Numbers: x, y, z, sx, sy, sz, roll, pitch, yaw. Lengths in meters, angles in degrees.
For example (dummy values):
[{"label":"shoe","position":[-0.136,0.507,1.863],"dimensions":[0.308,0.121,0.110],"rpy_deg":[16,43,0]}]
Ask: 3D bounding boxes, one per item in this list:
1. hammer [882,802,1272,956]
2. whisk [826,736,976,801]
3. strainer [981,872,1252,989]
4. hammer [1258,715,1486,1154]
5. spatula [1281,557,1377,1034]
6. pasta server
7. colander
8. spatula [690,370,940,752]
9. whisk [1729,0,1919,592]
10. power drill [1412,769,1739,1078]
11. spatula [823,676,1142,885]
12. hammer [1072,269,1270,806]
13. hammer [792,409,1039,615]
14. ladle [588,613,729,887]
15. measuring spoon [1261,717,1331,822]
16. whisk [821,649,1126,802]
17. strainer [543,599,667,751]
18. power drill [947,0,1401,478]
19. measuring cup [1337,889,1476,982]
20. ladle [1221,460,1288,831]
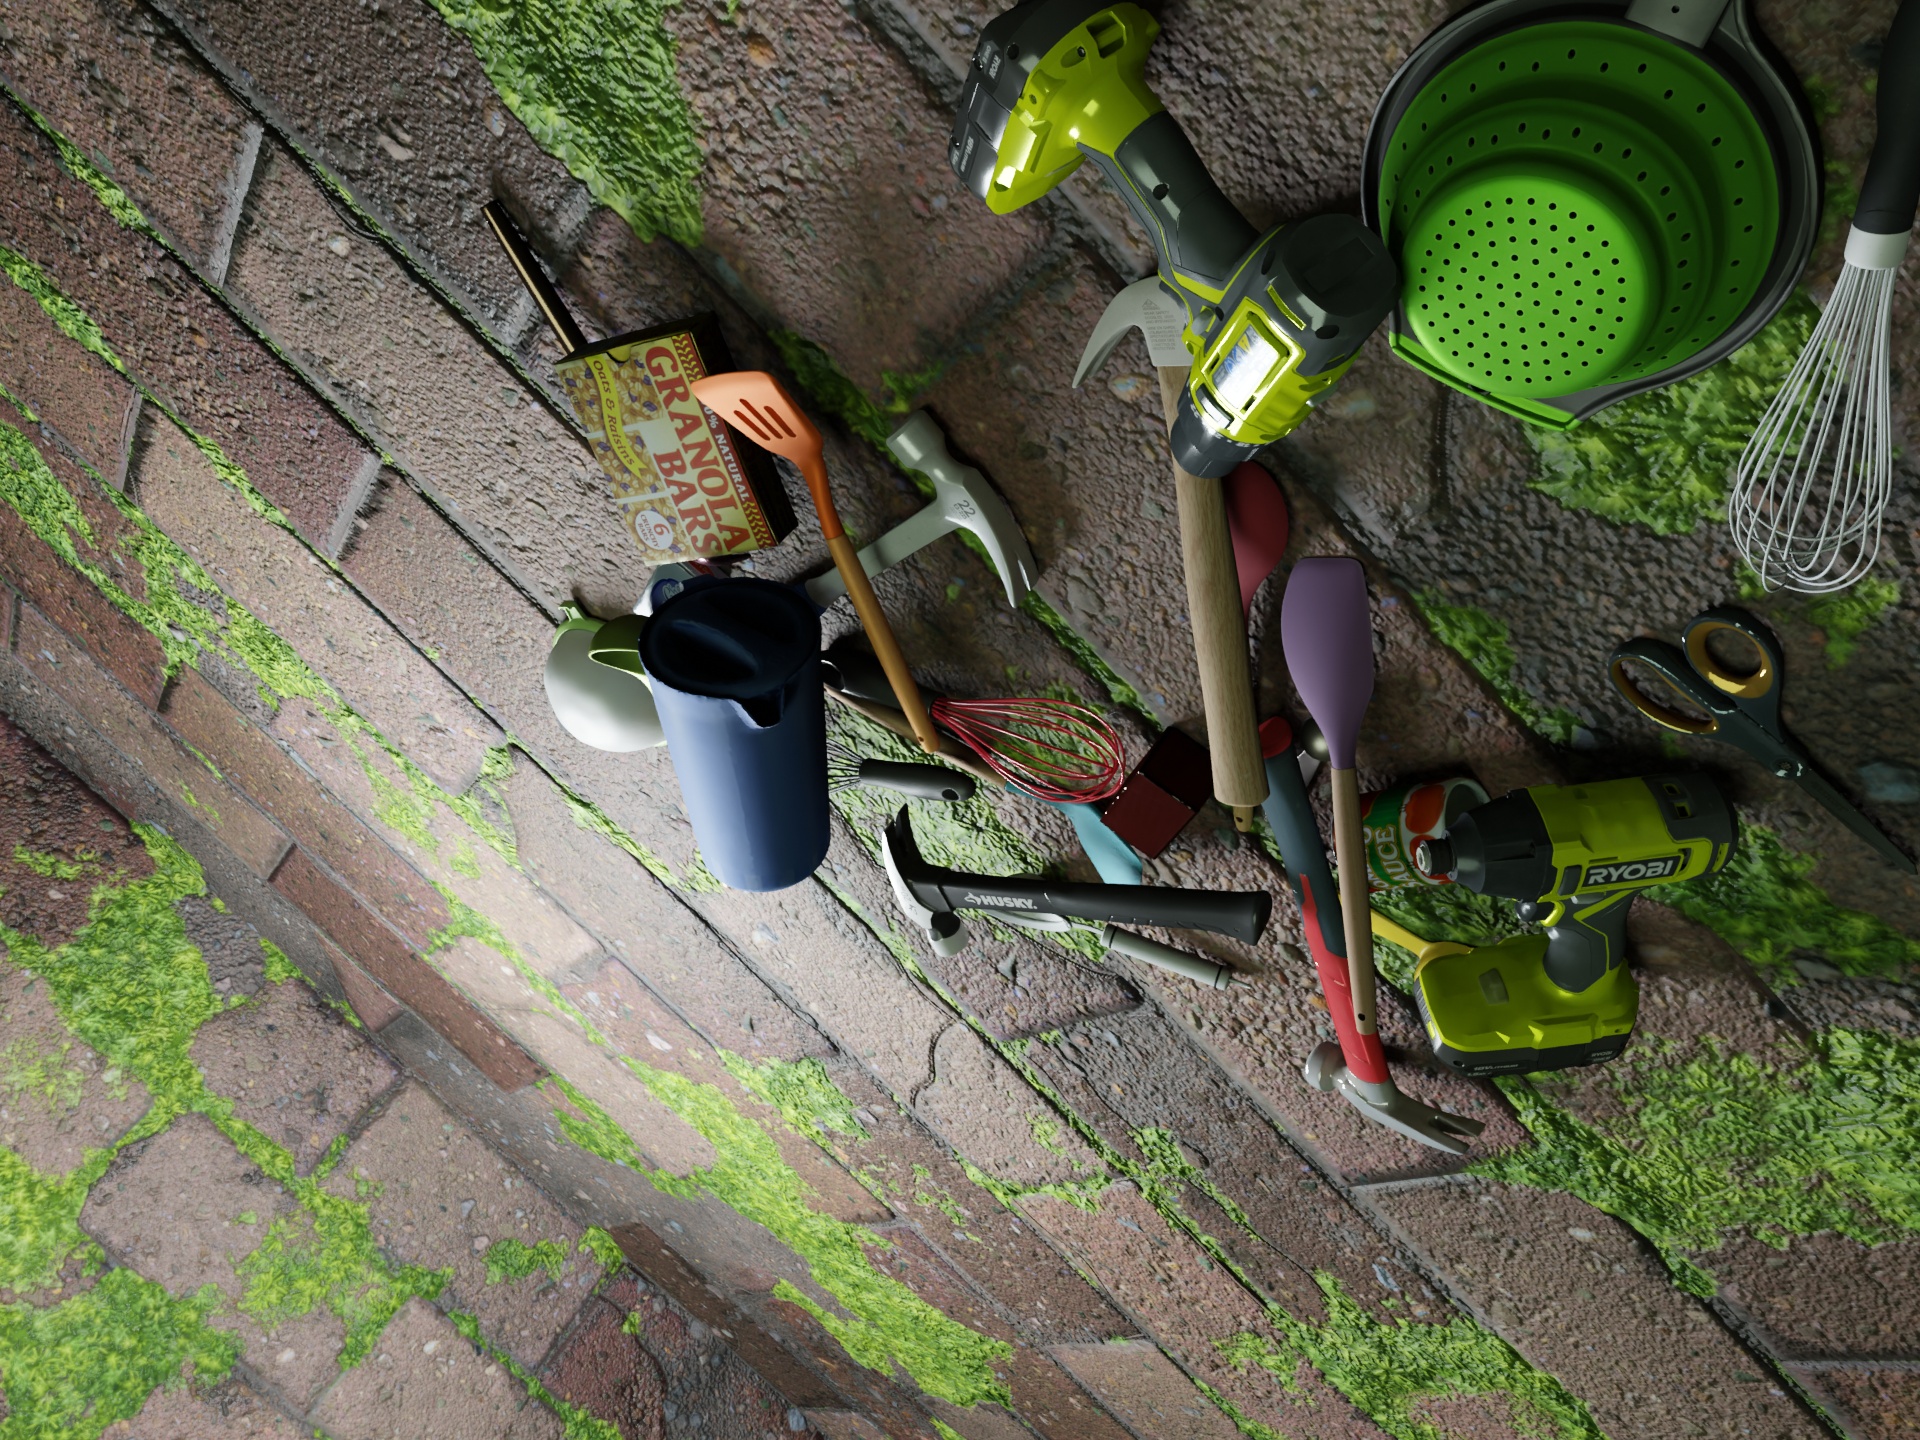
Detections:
[{"label":"hammer","position":[0.082,0.131,1.202],"dimensions":[0.335,0.035,0.146],"rpy_deg":[0,129,39]},{"label":"whisk","position":[-0.073,0.045,1.297],"dimensions":[0.239,0.055,0.055],"rpy_deg":[6,134,46]},{"label":"strainer","position":[0.116,0.172,1.305],"dimensions":[0.258,0.050,0.086],"rpy_deg":[19,163,16]},{"label":"hammer","position":[0.272,0.157,1.120],"dimensions":[0.143,0.038,0.385],"rpy_deg":[20,144,46]},{"label":"spatula","position":[0.240,0.052,0.996],"dimensions":[0.060,0.018,0.315],"rpy_deg":[3,110,39]},{"label":"pasta server","position":[-0.257,-0.243,1.186],"dimensions":[0.060,0.040,0.316],"rpy_deg":[-8,120,45]},{"label":"colander","position":[0.274,-0.261,0.644],"dimensions":[0.204,0.094,0.396],"rpy_deg":[29,144,12]},{"label":"spatula","position":[-0.084,-0.104,1.107],"dimensions":[0.081,0.041,0.322],"rpy_deg":[3,128,41]},{"label":"whisk","position":[0.386,-0.174,0.681],"dimensions":[0.070,0.070,0.284],"rpy_deg":[17,135,27]},{"label":"power drill","position":[0.352,0.124,0.964],"dimensions":[0.171,0.080,0.223],"rpy_deg":[-7,137,-1]},{"label":"spatula","position":[0.011,0.042,1.249],"dimensions":[0.317,0.044,0.082],"rpy_deg":[28,150,16]},{"label":"hammer","position":[0.143,-0.098,0.933],"dimensions":[0.130,0.031,0.331],"rpy_deg":[9,121,38]},{"label":"hammer","position":[-0.098,-0.094,1.200],"dimensions":[0.144,0.035,0.405],"rpy_deg":[48,143,-13]},{"label":"ladle","position":[-0.248,0.039,1.396],"dimensions":[0.078,0.062,0.319],"rpy_deg":[1,130,16]},{"label":"measuring spoon","position":[0.228,0.040,1.079],"dimensions":[0.034,0.018,0.124],"rpy_deg":[32,145,9]},{"label":"whisk","position":[-0.002,-0.004,1.201],"dimensions":[0.296,0.073,0.073],"rpy_deg":[21,141,33]},{"label":"strainer","position":[-0.287,0.012,1.451],"dimensions":[0.256,0.069,0.151],"rpy_deg":[35,144,8]},{"label":"power drill","position":[0.097,-0.233,0.788],"dimensions":[0.228,0.080,0.190],"rpy_deg":[51,161,6]},{"label":"measuring cup","position":[0.307,0.162,1.134],"dimensions":[0.156,0.029,0.062],"rpy_deg":[30,144,12]},{"label":"ladle","position":[0.180,-0.034,1.035],"dimensions":[0.069,0.031,0.315],"rpy_deg":[20,142,29]}]
